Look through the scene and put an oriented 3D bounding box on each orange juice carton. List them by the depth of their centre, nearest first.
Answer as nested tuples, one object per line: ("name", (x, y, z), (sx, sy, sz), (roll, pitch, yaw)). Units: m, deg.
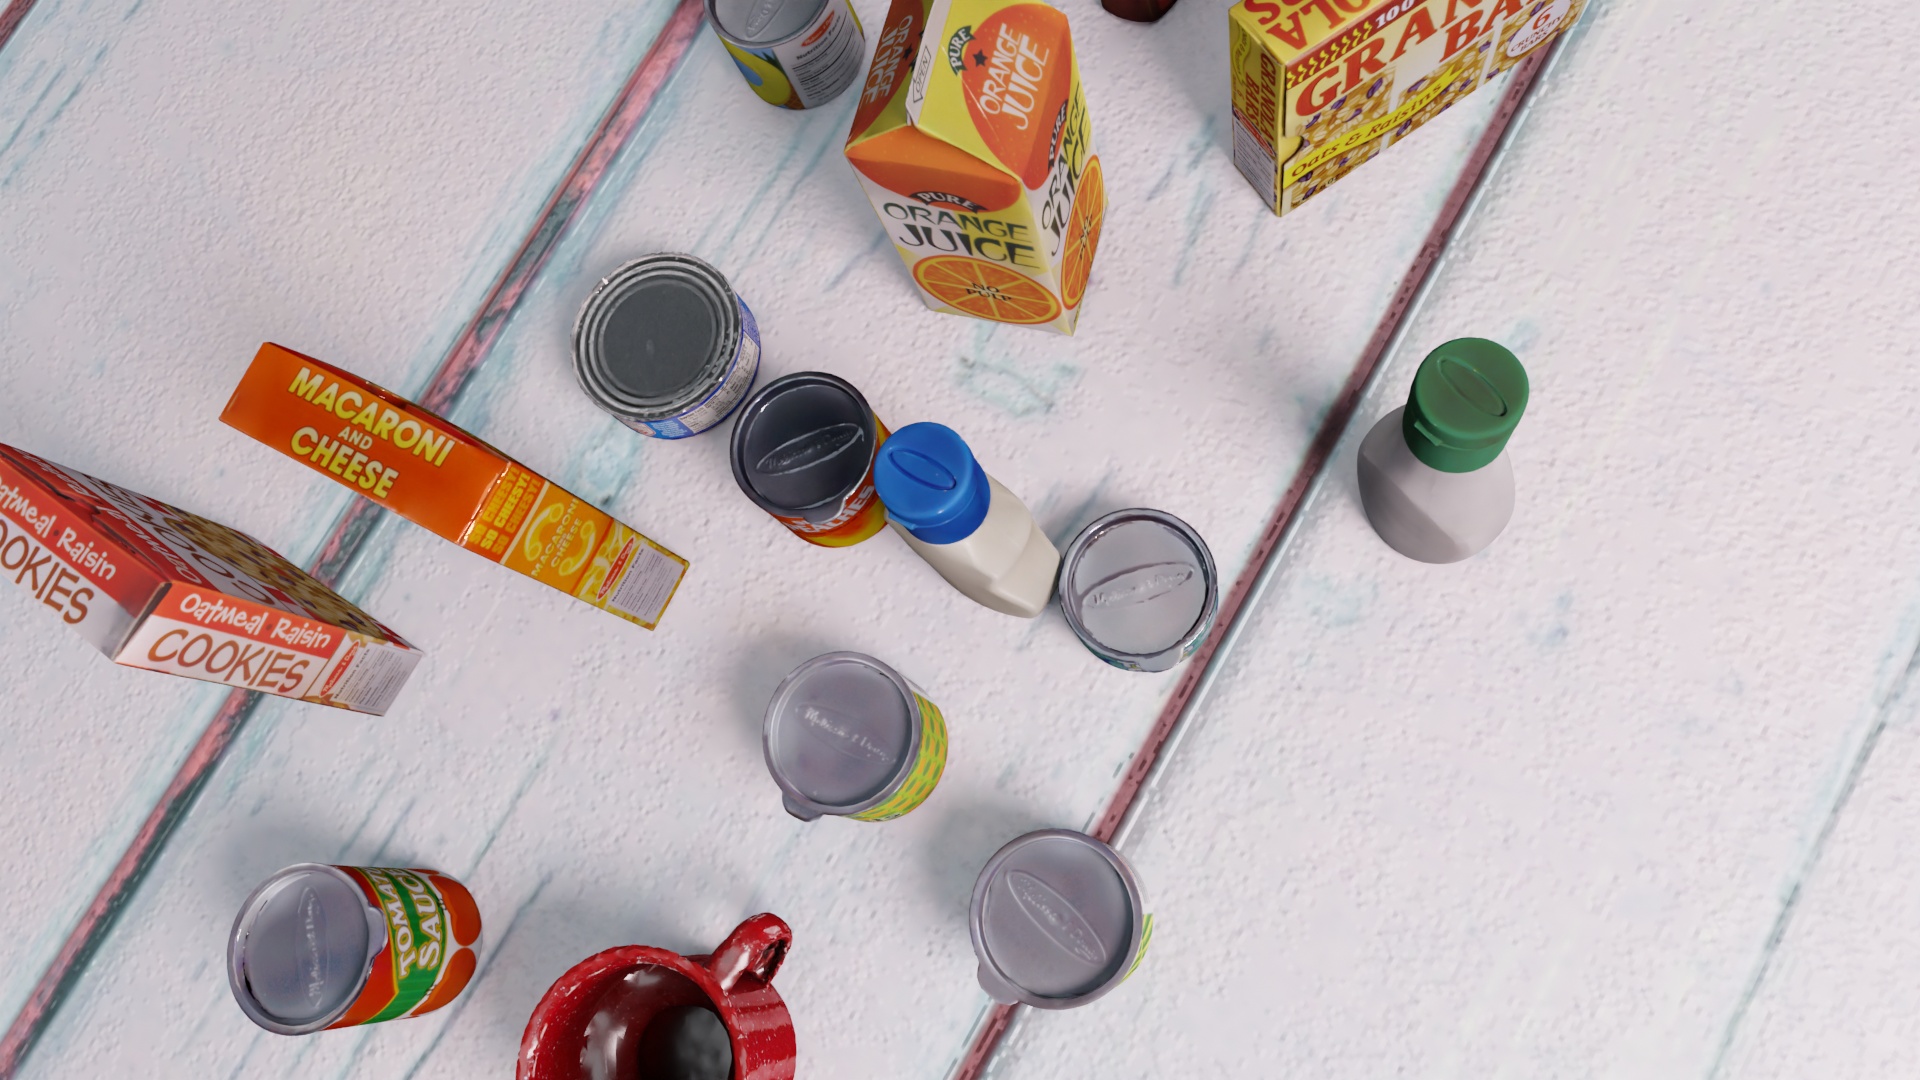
("orange juice carton", (0.009, -0.157, 0.568), (0.073, 0.192, 0.072), (13, 79, 15))

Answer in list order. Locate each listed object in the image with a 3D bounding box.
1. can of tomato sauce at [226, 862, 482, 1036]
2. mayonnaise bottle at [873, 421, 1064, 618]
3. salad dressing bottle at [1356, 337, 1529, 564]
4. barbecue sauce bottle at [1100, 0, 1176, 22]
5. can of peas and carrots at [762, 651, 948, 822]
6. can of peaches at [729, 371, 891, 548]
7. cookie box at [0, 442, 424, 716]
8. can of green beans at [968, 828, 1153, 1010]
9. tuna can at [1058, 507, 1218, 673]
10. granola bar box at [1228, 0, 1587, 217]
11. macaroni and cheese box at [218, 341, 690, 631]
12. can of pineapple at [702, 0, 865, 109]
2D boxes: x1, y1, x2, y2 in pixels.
("can of tomato sauce", (-0.253, 0.171, 0.591), (0.071, 0.083, 0.071), (-3, 75, 11))
("mayonnaise bottle", (0.002, -0.007, 0.552), (0.065, 0.148, 0.041), (28, 83, 17))
("salad dressing bottle", (0.181, -0.031, 0.521), (0.044, 0.147, 0.064), (-42, 71, -1))
("barbecue sauce bottle", (0.079, -0.299, 0.615), (0.044, 0.148, 0.065), (21, 81, 16))
("can of peas and carrots", (-0.043, 0.086, 0.583), (0.071, 0.058, 0.071), (-3, 75, 11))
("can of peaches", (-0.061, -0.032, 0.620), (0.071, 0.058, 0.071), (-3, 75, 11))
("cookie box", (-0.333, 0.020, 0.605), (0.123, 0.167, 0.040), (29, 83, 17))
("can of green beans", (0.041, 0.149, 0.549), (0.071, 0.057, 0.071), (-3, 75, 11))
("tuna can", (0.077, 0.024, 0.589), (0.071, 0.032, 0.071), (-3, 75, 11))
("granola bar box", (0.193, -0.220, 0.583), (0.165, 0.124, 0.039), (-33, 71, 2))
("macaroni and cheese box", (-0.204, -0.019, 0.589), (0.124, 0.166, 0.040), (25, 82, 17))
("can of pineapple", (-0.087, -0.258, 0.687), (0.071, 0.057, 0.071), (-3, 75, 11))
